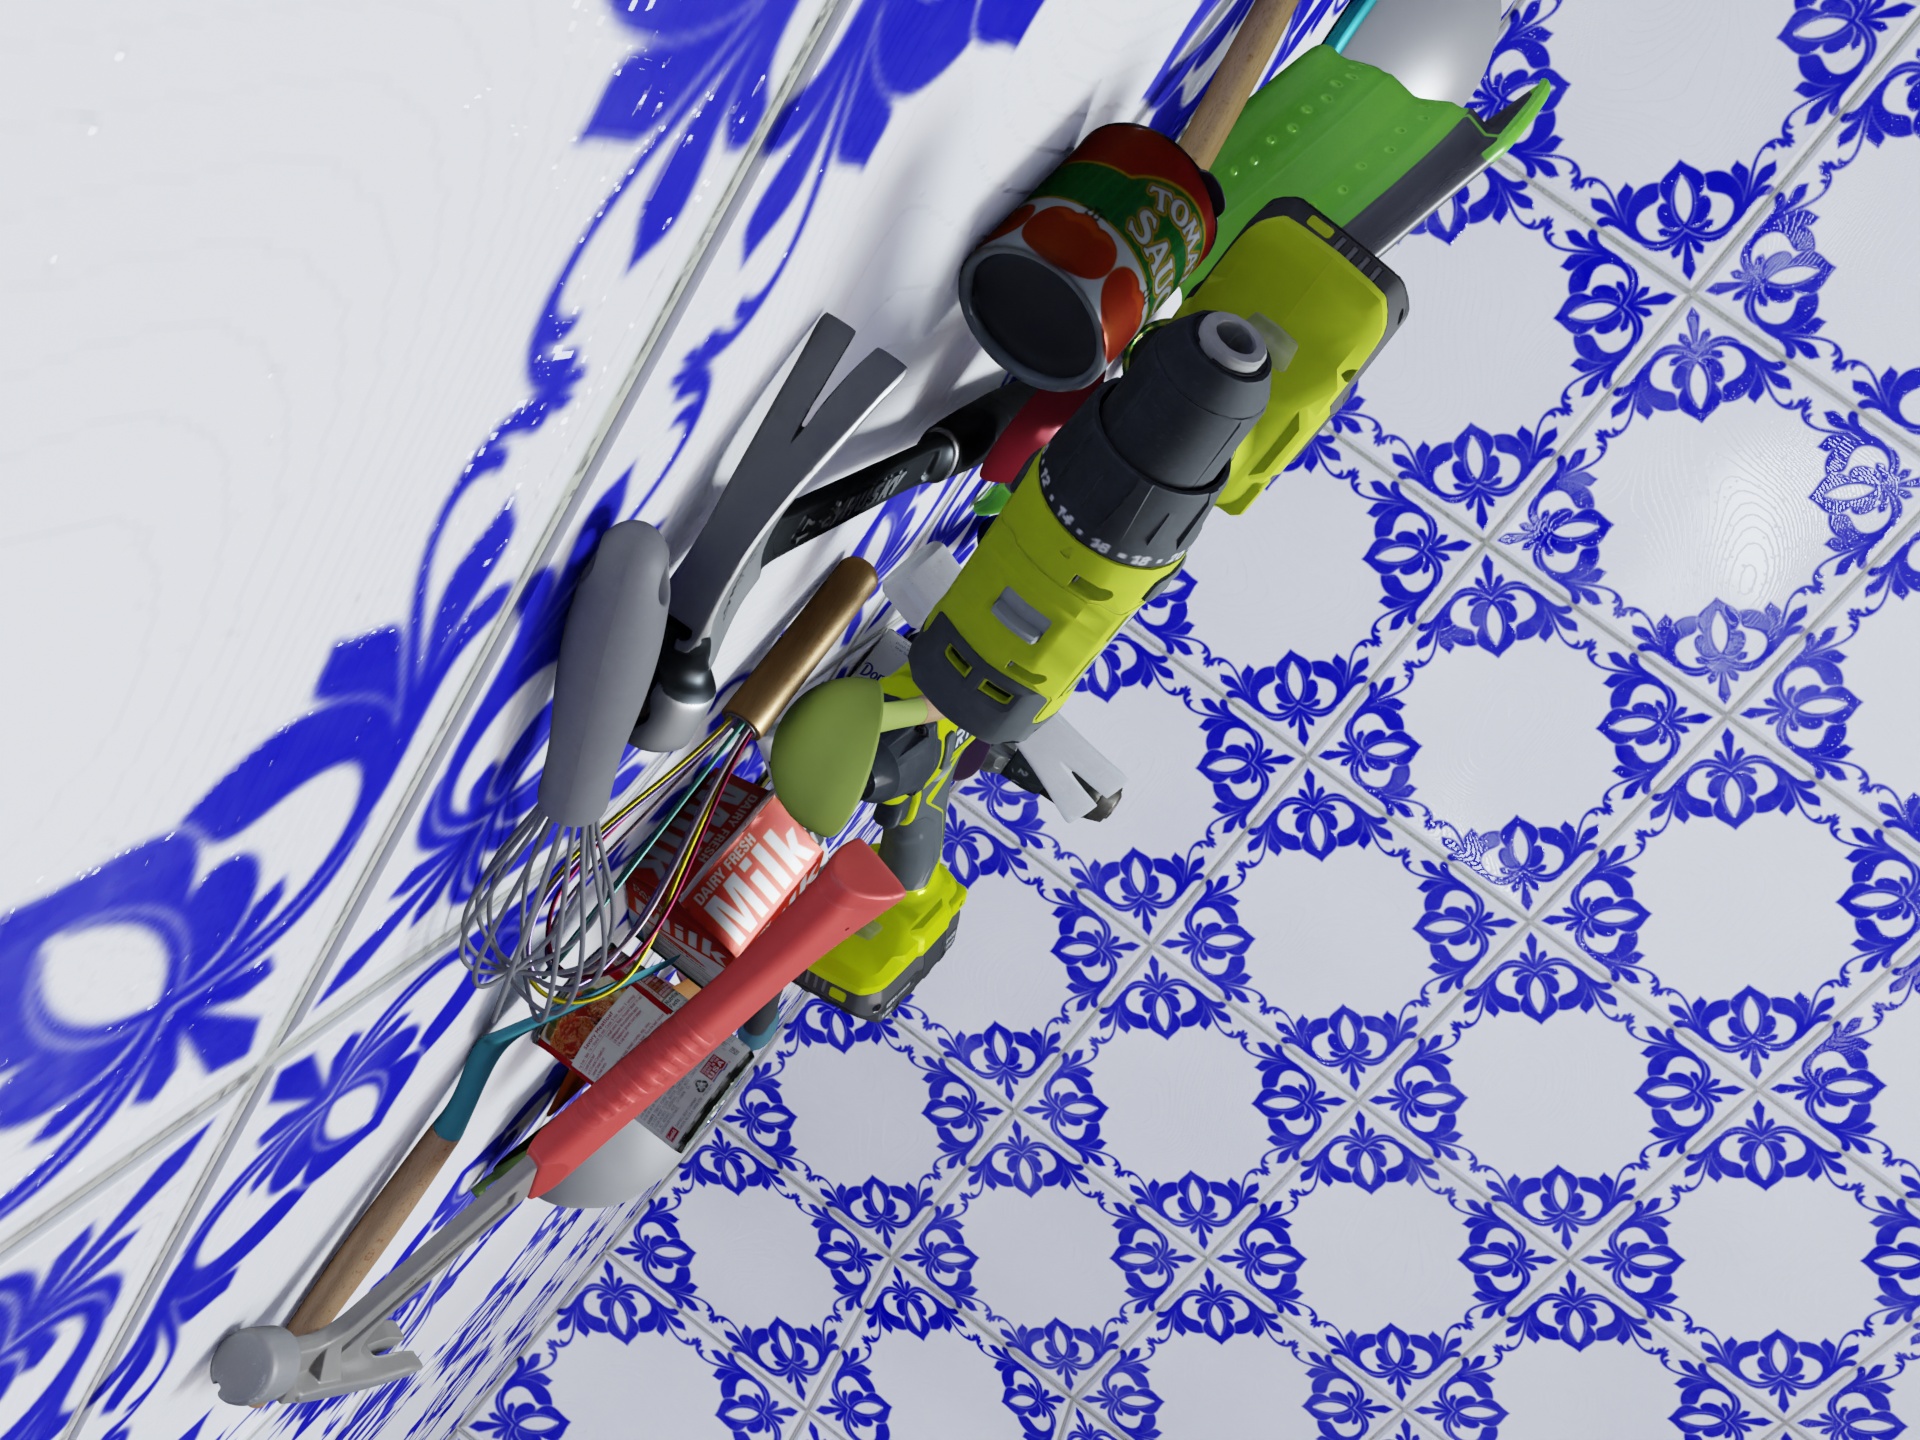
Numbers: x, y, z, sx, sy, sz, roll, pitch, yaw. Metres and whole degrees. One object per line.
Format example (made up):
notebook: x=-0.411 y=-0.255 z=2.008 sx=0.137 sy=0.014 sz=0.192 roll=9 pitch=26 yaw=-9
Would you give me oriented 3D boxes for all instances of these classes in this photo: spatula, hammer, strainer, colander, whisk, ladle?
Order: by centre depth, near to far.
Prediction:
whisk: x=-0.125 y=0.026 z=0.507 sx=0.055 sy=0.055 sz=0.238 roll=-49 pitch=170 yaw=-45
hammer: x=-0.014 y=-0.113 z=0.664 sx=0.149 sy=0.036 sz=0.409 roll=-56 pitch=176 yaw=25
ladle: x=0.096 y=-0.237 z=0.689 sx=0.315 sy=0.031 sz=0.069 roll=-62 pitch=176 yaw=-1
whisk: x=-0.107 y=0.021 z=0.697 sx=0.245 sy=0.047 sz=0.051 roll=-55 pitch=176 yaw=-25
hammer: x=-0.169 y=0.188 z=0.747 sx=0.359 sy=0.037 sz=0.149 roll=-41 pitch=161 yaw=-2
spatula: x=-0.250 y=0.221 z=0.753 sx=0.317 sy=0.044 sz=0.082 roll=-53 pitch=169 yaw=13
ladle: x=-0.001 y=-0.003 z=0.853 sx=0.320 sy=0.062 sz=0.078 roll=-18 pitch=135 yaw=-61
colander: x=0.115 y=-0.236 z=0.855 sx=0.397 sy=0.094 sz=0.204 roll=-32 pitch=-167 yaw=44
hammer: x=0.027 y=-0.062 z=0.881 sx=0.035 sy=0.144 sz=0.406 roll=-36 pitch=-169 yaw=11
spatula: x=-0.164 y=0.178 z=1.000 sx=0.322 sy=0.041 sz=0.081 roll=-28 pitch=-170 yaw=39
strainer: x=-0.191 y=0.253 z=1.065 sx=0.151 sy=0.069 sz=0.256 roll=-34 pitch=178 yaw=38
spatula: x=-0.050 y=0.037 z=1.151 sx=0.018 sy=0.060 sz=0.316 roll=-19 pitch=174 yaw=-28
strainer: x=0.303 y=-0.433 z=1.152 sx=0.211 sy=0.095 sz=0.340 roll=-53 pitch=175 yaw=-5
hammer: x=-0.136 y=0.161 z=1.231 sx=0.128 sy=0.033 sz=0.330 roll=-59 pitch=172 yaw=-41

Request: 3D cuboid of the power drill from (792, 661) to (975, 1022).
power drill: x=-0.042 y=0.068 z=0.973 sx=0.171 sy=0.080 sz=0.223 roll=-42 pitch=151 yaw=-50

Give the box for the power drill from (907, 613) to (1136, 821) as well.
power drill: x=0.067 y=-0.045 z=1.164 sx=0.227 sy=0.188 sz=0.080 roll=-56 pitch=179 yaw=-35

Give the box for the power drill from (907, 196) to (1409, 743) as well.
power drill: x=0.085 y=-0.108 z=0.600 sx=0.228 sy=0.080 sz=0.190 roll=-48 pitch=177 yaw=-42

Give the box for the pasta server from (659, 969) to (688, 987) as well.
pasta server: x=-0.167 y=0.145 z=1.243 sx=0.060 sy=0.040 sz=0.316 roll=-57 pitch=179 yaw=43
